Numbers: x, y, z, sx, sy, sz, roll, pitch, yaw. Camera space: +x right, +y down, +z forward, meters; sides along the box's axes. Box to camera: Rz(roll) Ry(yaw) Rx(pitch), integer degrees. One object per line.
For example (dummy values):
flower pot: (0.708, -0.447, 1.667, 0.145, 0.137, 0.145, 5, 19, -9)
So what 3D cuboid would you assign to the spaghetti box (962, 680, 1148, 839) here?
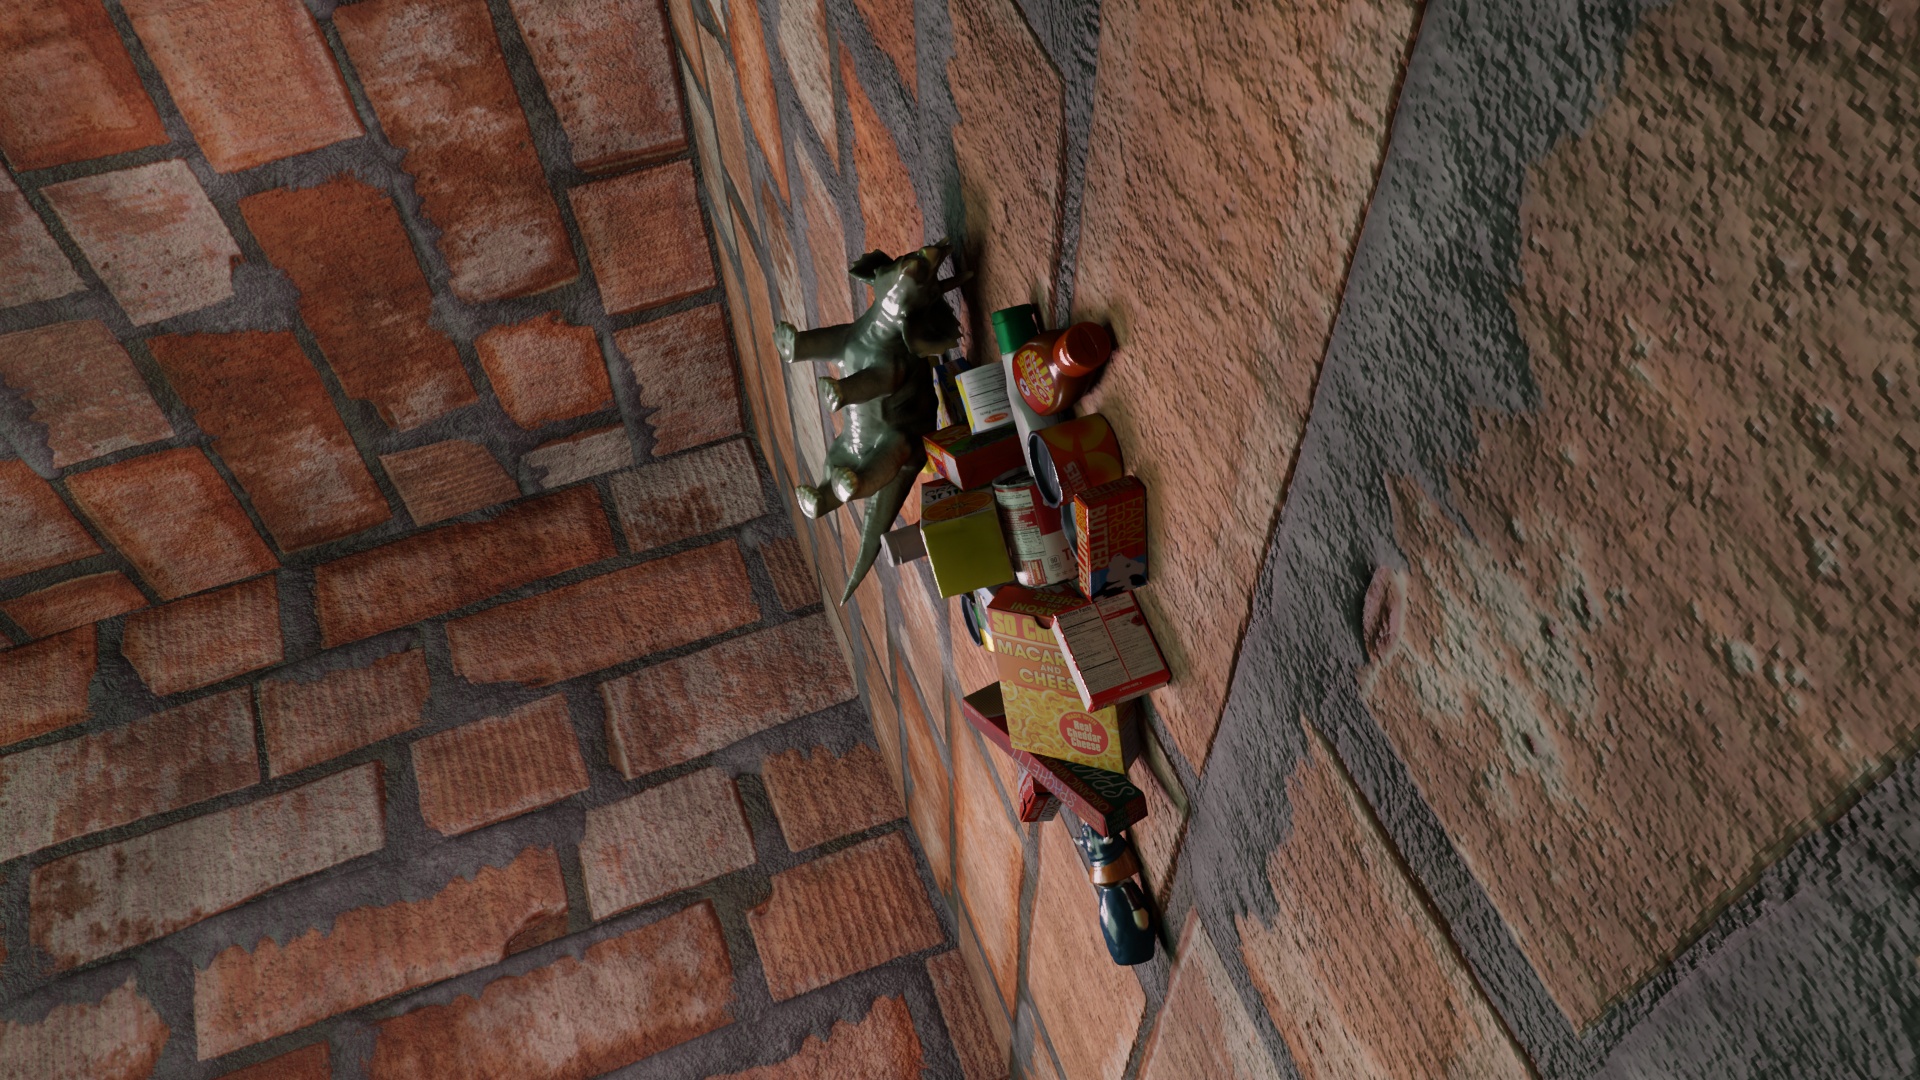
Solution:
spaghetti box: (0.087, 0.208, 1.355, 0.250, 0.050, 0.028, 34, 141, 52)

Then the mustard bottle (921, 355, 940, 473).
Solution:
mustard bottle: (-0.036, -0.160, 1.585, 0.049, 0.065, 0.159, -153, 52, -66)

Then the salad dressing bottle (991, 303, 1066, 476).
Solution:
salad dressing bottle: (0.063, -0.132, 1.214, 0.064, 0.044, 0.147, -65, -40, -83)

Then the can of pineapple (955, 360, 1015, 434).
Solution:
can of pineapple: (0.034, -0.134, 1.288, 0.071, 0.071, 0.058, 180, 73, -77)

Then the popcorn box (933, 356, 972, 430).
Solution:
popcorn box: (0.005, -0.122, 1.504, 0.126, 0.038, 0.085, 87, 162, -50)

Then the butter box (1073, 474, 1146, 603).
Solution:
butter box: (0.121, -0.001, 1.116, 0.024, 0.053, 0.103, -124, 20, -48)

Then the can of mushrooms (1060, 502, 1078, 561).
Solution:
can of mushrooms: (0.112, -0.013, 1.188, 0.071, 0.033, 0.071, 163, 89, -78)

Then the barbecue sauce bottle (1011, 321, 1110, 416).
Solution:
barbecue sauce bottle: (0.082, -0.142, 1.113, 0.065, 0.044, 0.148, 64, 168, -1)

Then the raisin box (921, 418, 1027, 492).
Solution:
raisin box: (0.021, -0.090, 1.363, 0.123, 0.086, 0.040, -140, 30, -68)

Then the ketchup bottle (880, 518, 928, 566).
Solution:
ketchup bottle: (-0.008, -0.012, 1.453, 0.064, 0.149, 0.044, 85, 161, -47)

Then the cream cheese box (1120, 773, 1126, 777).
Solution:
cream cheese box: (0.137, 0.217, 1.431, 0.053, 0.024, 0.104, 89, 159, -50)

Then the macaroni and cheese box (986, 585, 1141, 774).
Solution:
macaroni and cheese box: (0.097, 0.130, 1.288, 0.124, 0.040, 0.165, 8, 124, 31)

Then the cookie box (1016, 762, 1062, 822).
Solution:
cookie box: (0.083, 0.209, 1.501, 0.122, 0.040, 0.168, 98, 170, -65)

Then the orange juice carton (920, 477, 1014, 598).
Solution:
orange juice carton: (0.005, -0.017, 1.345, 0.193, 0.072, 0.072, -94, -12, -72)

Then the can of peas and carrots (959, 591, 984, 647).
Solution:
can of peas and carrots: (0.037, 0.081, 1.604, 0.071, 0.059, 0.071, 164, 89, -77)

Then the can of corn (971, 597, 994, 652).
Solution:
can of corn: (0.053, 0.085, 1.526, 0.071, 0.071, 0.058, -155, 48, -74)

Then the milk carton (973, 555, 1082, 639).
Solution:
milk carton: (0.077, 0.081, 1.388, 0.191, 0.073, 0.072, -132, 27, -62)

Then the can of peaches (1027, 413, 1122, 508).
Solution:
can of peaches: (0.094, -0.064, 1.135, 0.071, 0.058, 0.071, 164, 89, -77)
